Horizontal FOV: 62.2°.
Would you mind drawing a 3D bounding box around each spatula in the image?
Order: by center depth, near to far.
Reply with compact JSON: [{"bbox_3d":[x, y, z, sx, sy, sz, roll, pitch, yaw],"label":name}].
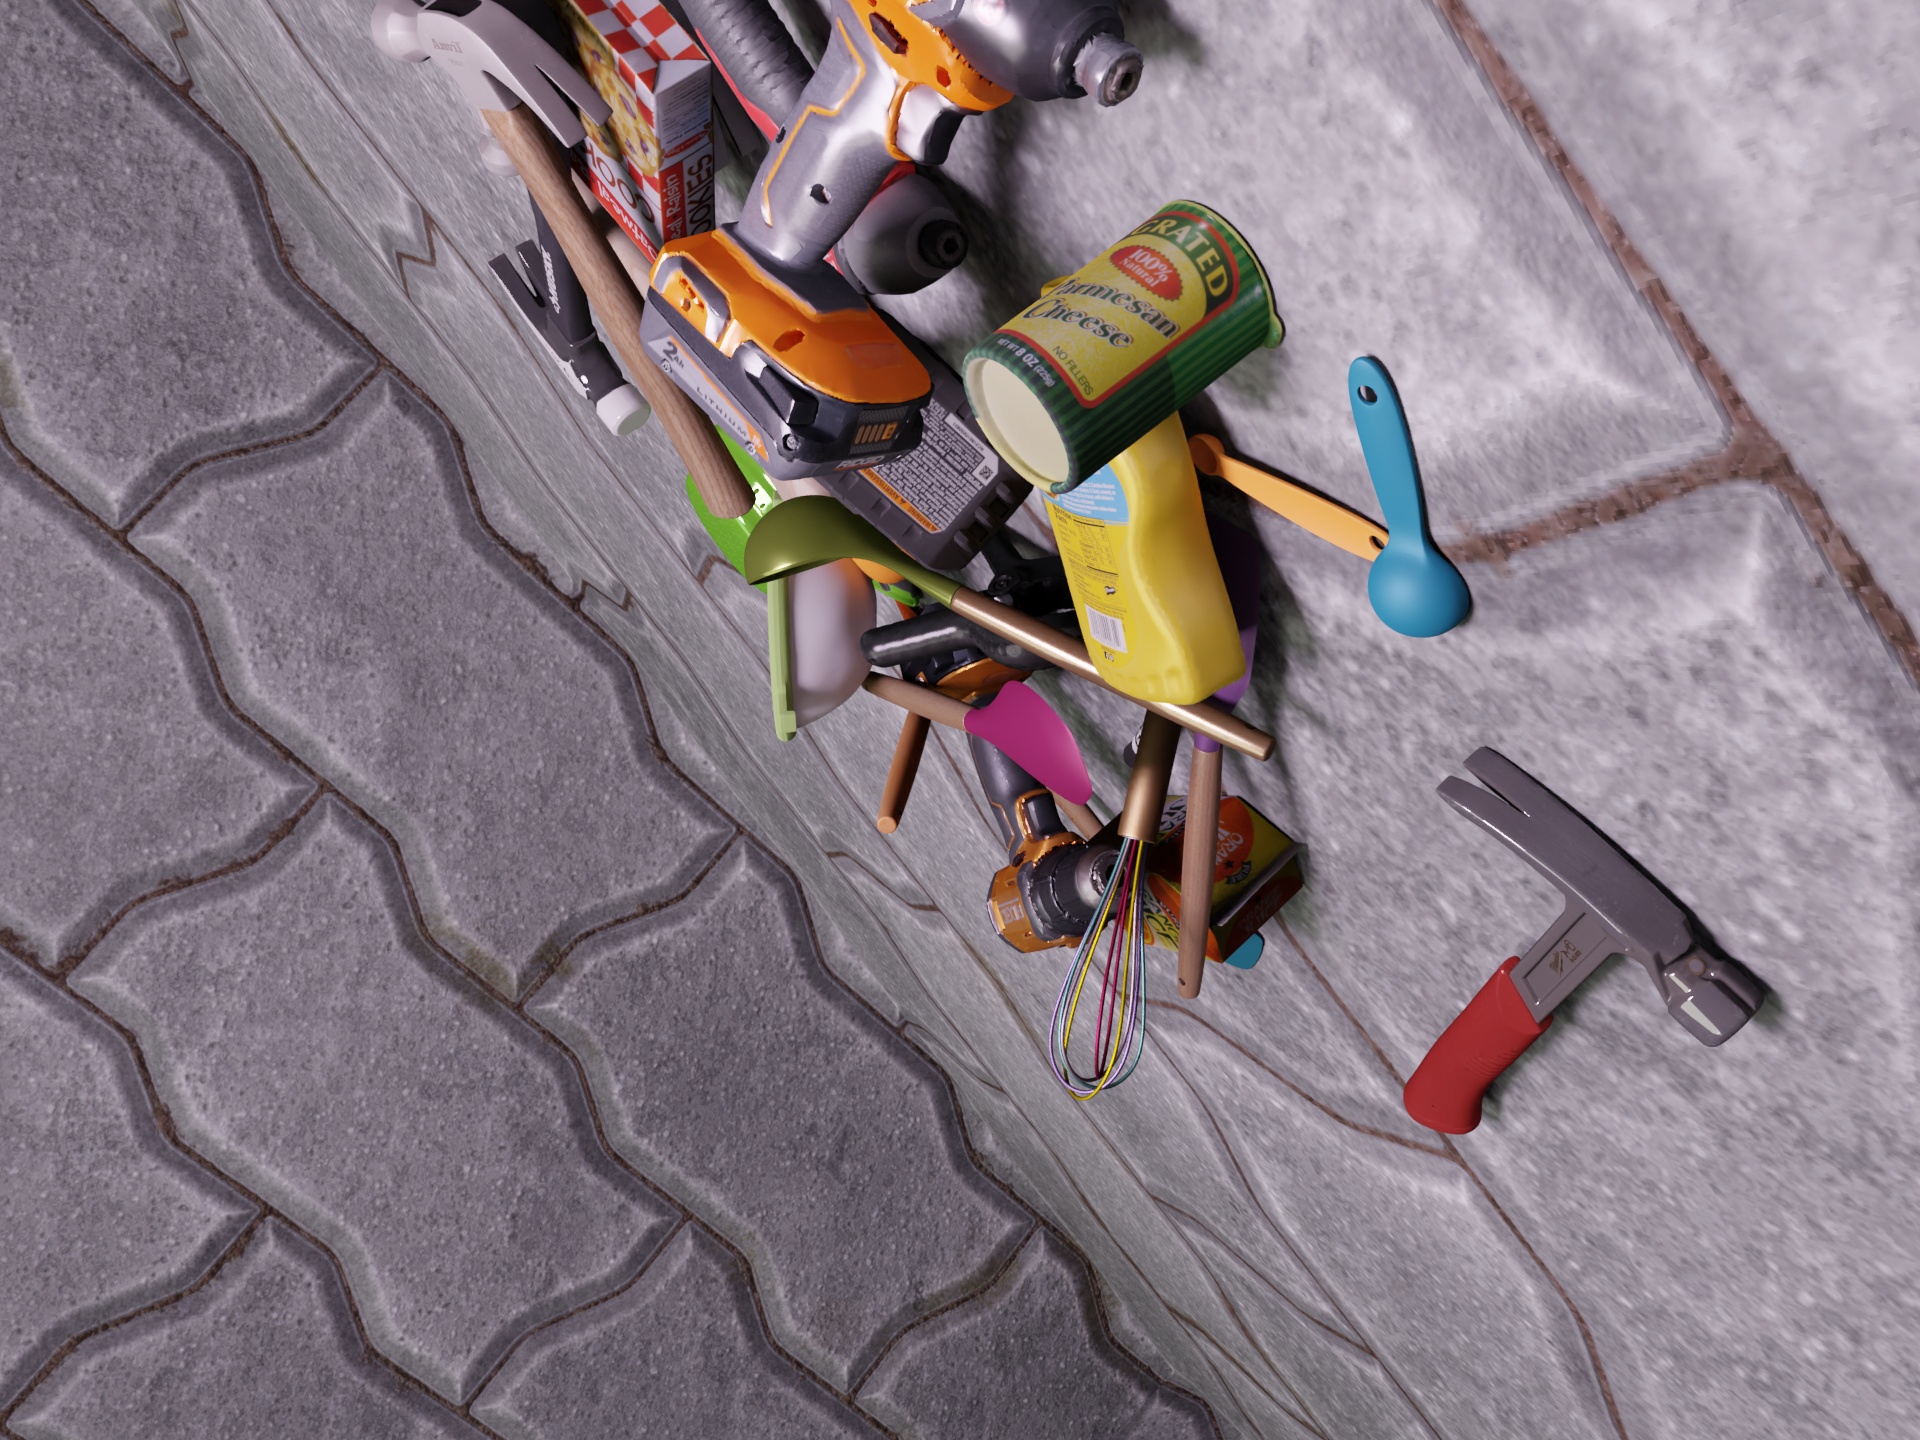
[{"bbox_3d":[0.127,0.032,0.834,0.060,0.018,0.315,38,143,42],"label":"spatula"},{"bbox_3d":[-0.035,-0.004,1.112,0.081,0.041,0.323,63,-163,-21],"label":"spatula"},{"bbox_3d":[0.096,0.063,1.159,0.318,0.044,0.082,50,167,21],"label":"spatula"}]

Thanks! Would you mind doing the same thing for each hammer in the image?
[{"bbox_3d":[0.269,0.142,0.804,0.149,0.037,0.358,45,164,21],"label":"hammer"},{"bbox_3d":[-0.189,-0.235,0.868,0.130,0.031,0.331,23,153,37],"label":"hammer"},{"bbox_3d":[-0.243,-0.303,0.940,0.146,0.035,0.334,52,163,9],"label":"hammer"},{"bbox_3d":[-0.227,-0.402,0.972,0.337,0.034,0.127,30,154,54],"label":"hammer"},{"bbox_3d":[-0.193,-0.276,0.978,0.411,0.038,0.146,51,163,16],"label":"hammer"}]

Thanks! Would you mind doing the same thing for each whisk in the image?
[{"bbox_3d":[0.094,0.087,0.866,0.051,0.245,0.047,13,176,4],"label":"whisk"}]

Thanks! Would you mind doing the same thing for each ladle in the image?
[{"bbox_3d":[0.018,-0.043,0.837,0.320,0.078,0.062,28,117,24],"label":"ladle"}]

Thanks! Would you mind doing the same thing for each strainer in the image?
[{"bbox_3d":[-0.091,-0.057,1.087,0.256,0.069,0.151,110,158,-83],"label":"strainer"}]

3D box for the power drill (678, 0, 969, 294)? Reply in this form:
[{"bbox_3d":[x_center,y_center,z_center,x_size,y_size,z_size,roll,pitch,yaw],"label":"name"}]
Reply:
[{"bbox_3d":[-0.075,-0.290,0.713,0.143,0.078,0.219,35,162,50],"label":"power drill"}]

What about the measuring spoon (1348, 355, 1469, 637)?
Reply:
[{"bbox_3d":[0.162,-0.079,0.605,0.042,0.021,0.128,18,145,44],"label":"measuring spoon"}]

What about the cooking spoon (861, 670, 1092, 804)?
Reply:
[{"bbox_3d":[-0.001,-0.003,0.923,0.319,0.017,0.068,22,137,66],"label":"cooking spoon"}]

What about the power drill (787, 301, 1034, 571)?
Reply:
[{"bbox_3d":[-0.040,-0.152,0.838,0.190,0.080,0.229,40,-175,-21],"label":"power drill"}]

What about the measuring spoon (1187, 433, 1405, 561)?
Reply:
[{"bbox_3d":[0.141,-0.094,0.669,0.117,0.011,0.021,36,156,34],"label":"measuring spoon"}]

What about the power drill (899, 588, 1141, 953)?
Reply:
[{"bbox_3d":[0.040,0.031,0.988,0.185,0.084,0.226,140,113,-72],"label":"power drill"}]

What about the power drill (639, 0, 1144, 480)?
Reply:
[{"bbox_3d":[-0.029,-0.205,0.602,0.164,0.084,0.226,45,128,23],"label":"power drill"}]

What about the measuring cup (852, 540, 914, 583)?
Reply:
[{"bbox_3d":[-0.074,-0.164,1.010,0.174,0.052,0.095,57,-169,9],"label":"measuring cup"}]

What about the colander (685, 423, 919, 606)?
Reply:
[{"bbox_3d":[-0.165,-0.217,1.111,0.205,0.094,0.396,31,156,52],"label":"colander"}]
